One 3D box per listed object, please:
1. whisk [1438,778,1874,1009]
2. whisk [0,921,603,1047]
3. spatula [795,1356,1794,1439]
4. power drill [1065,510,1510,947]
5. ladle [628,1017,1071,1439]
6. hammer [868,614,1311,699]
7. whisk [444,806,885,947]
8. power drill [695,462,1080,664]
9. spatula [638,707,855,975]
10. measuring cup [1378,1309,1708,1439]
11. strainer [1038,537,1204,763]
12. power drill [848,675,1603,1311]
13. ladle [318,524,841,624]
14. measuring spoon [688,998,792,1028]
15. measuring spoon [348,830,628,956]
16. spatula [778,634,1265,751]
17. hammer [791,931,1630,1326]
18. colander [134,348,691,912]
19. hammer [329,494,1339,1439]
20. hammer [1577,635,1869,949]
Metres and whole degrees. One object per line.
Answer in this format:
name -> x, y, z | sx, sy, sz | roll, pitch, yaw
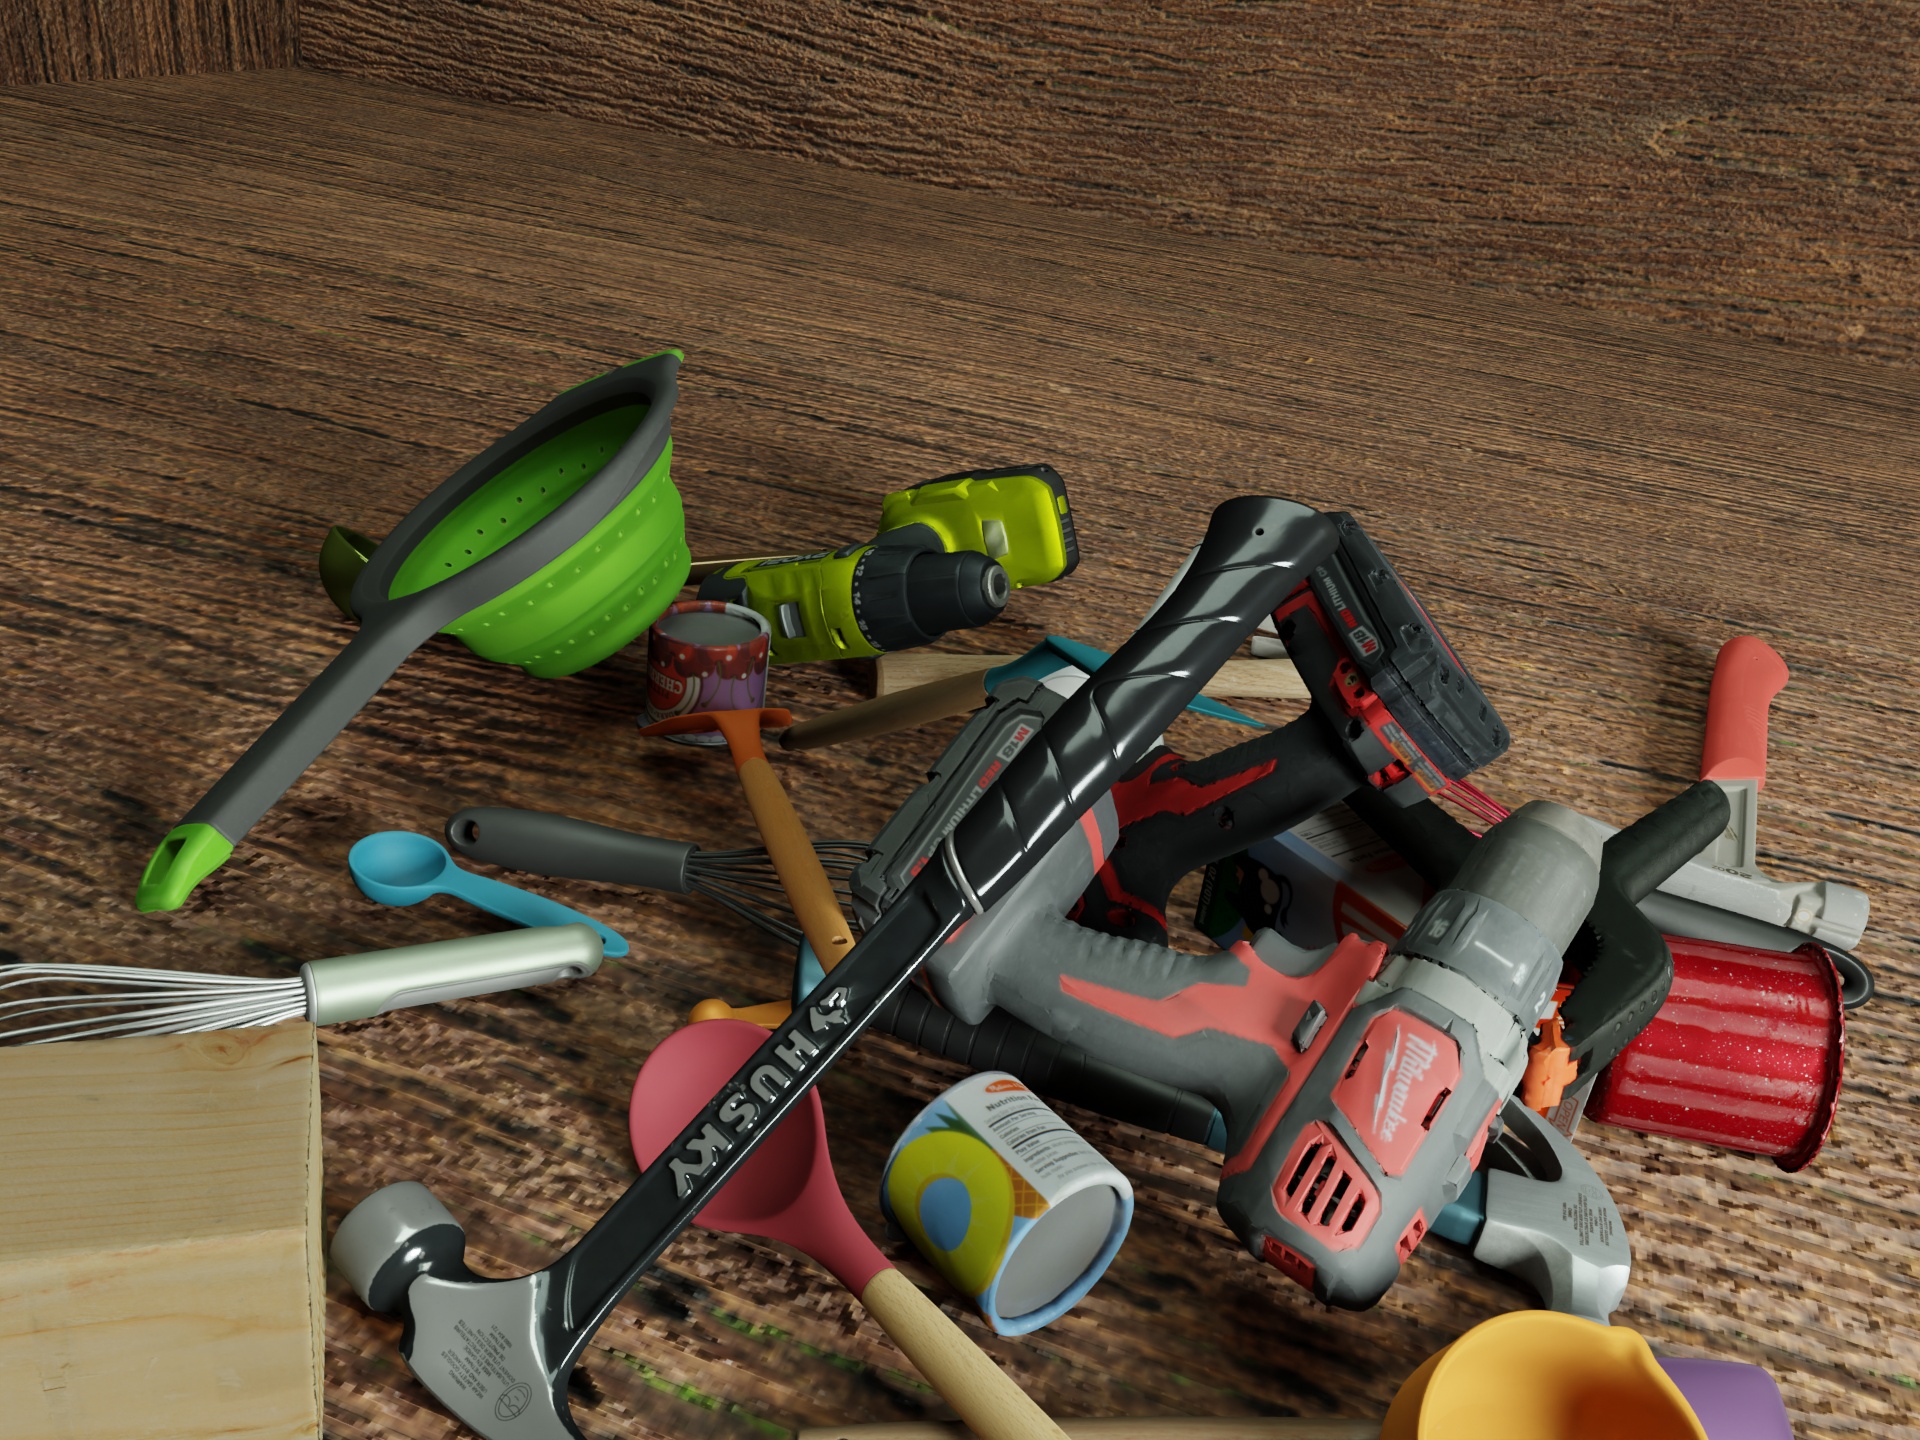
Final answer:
whisk -> 0.297, 0.079, 0.787 | 0.296, 0.073, 0.073 | 21, 29, 13
whisk -> -0.254, 0.106, 0.601 | 0.246, 0.057, 0.059 | -6, 64, -31
spatula -> 0.108, 0.224, 0.485 | 0.316, 0.018, 0.060 | 3, 57, -6
power drill -> 0.108, 0.017, 0.693 | 0.078, 0.219, 0.143 | 40, 22, -35
ladle -> -0.009, 0.186, 0.481 | 0.069, 0.031, 0.316 | -51, 45, -9
hammer -> 0.108, -0.027, 0.964 | 0.331, 0.031, 0.130 | 0, 29, -15
whisk -> -0.121, 0.069, 0.706 | 0.239, 0.055, 0.055 | 9, 27, 13
power drill -> -0.021, -0.092, 0.953 | 0.190, 0.080, 0.228 | -4, 17, 32
spatula -> -0.084, 0.041, 0.692 | 0.081, 0.041, 0.323 | -4, 22, -16
measuring cup -> 0.197, 0.243, 0.445 | 0.174, 0.052, 0.095 | 35, 58, 12
strainer -> 0.101, -0.035, 0.907 | 0.087, 0.050, 0.258 | 36, 52, 3
power drill -> 0.096, 0.070, 0.567 | 0.227, 0.080, 0.188 | 29, 70, 27
ladle -> -0.219, -0.097, 0.968 | 0.320, 0.062, 0.078 | -8, 25, -26
measuring spoon -> -0.055, 0.117, 0.661 | 0.117, 0.011, 0.021 | -3, 29, -20
measuring spoon -> -0.204, 0.083, 0.688 | 0.128, 0.021, 0.042 | 21, 28, 4
spatula -> -0.001, -0.002, 0.730 | 0.082, 0.044, 0.317 | 13, -16, -34
hammer -> 0.083, 0.147, 0.609 | 0.331, 0.033, 0.128 | 18, 29, 14
colander -> -0.243, -0.034, 0.796 | 0.204, 0.094, 0.397 | -9, 38, 37
hammer -> -0.008, 0.066, 0.523 | 0.149, 0.036, 0.409 | 34, 70, 30
hammer -> 0.459, 0.021, 0.964 | 0.149, 0.036, 0.359 | 18, 29, 19
